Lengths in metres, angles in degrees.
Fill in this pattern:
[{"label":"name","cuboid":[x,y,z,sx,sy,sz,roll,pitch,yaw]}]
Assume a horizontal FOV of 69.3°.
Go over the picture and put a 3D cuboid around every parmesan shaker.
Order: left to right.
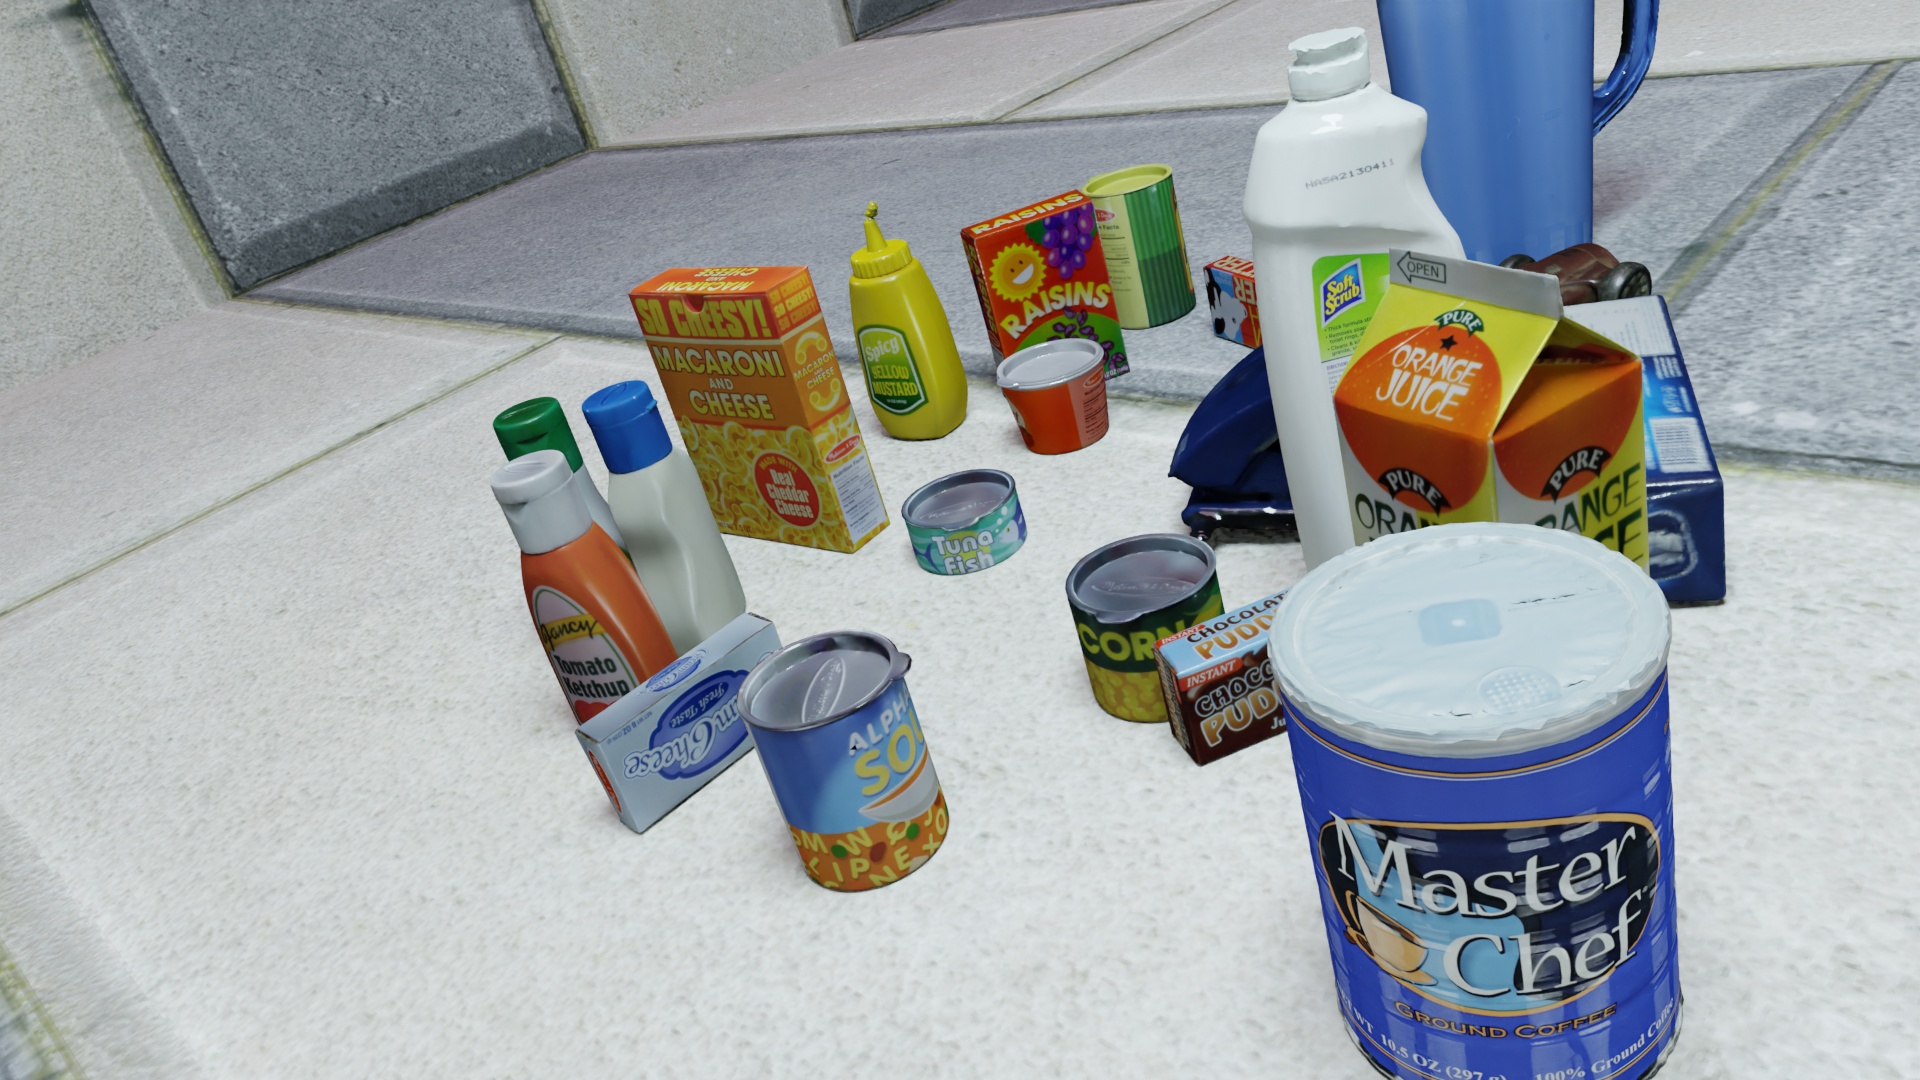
[{"label":"parmesan shaker","cuboid":[0.130,-0.215,1.017,0.071,0.102,0.071,-13,27,7]}]

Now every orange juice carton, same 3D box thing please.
[{"label":"orange juice carton","cuboid":[0.191,-0.010,0.496,0.073,0.191,0.072,-27,28,-19]}]

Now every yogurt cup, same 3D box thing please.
[{"label":"yogurt cup","cuboid":[0.061,-0.090,0.872,0.072,0.053,0.073,-13,27,7]}]

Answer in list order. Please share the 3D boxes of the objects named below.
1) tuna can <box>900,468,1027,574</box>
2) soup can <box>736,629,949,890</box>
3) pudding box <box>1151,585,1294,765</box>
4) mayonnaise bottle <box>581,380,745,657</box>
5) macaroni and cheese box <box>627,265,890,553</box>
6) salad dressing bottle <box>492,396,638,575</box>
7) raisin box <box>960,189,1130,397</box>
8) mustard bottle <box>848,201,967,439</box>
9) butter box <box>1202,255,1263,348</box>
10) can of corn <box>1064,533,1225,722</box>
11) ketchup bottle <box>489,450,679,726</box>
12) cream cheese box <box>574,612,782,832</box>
[{"label":"tuna can","cuboid":[0.003,-0.010,0.777,0.071,0.032,0.071,-13,27,7]},{"label":"soup can","cuboid":[-0.043,0.088,0.561,0.071,0.083,0.072,-13,27,7]},{"label":"pudding box","cuboid":[0.125,0.052,0.572,0.084,0.049,0.030,-21,27,-8]},{"label":"mayonnaise bottle","cuboid":[-0.159,-0.012,0.746,0.041,0.147,0.065,-9,28,16]},{"label":"macaroni and cheese box","cuboid":[-0.120,-0.078,0.827,0.123,0.165,0.040,8,35,39]},{"label":"salad dressing bottle","cuboid":[-0.211,-0.005,0.762,0.064,0.147,0.044,-20,27,-6]},{"label":"raisin box","cuboid":[0.058,-0.161,0.933,0.086,0.123,0.040,-20,27,-6]},{"label":"mustard bottle","cuboid":[-0.042,-0.145,0.918,0.065,0.159,0.049,3,33,34]},{"label":"butter box","cuboid":[0.201,-0.152,0.913,0.024,0.053,0.104,-25,28,-16]},{"label":"can of corn","cuboid":[0.084,0.039,0.610,0.071,0.058,0.071,-13,27,7]},{"label":"ketchup bottle","cuboid":[-0.184,0.028,0.682,0.064,0.148,0.044,-2,30,26]},{"label":"cream cheese box","cuboid":[-0.124,0.083,0.649,0.024,0.053,0.104,12,39,44]}]
